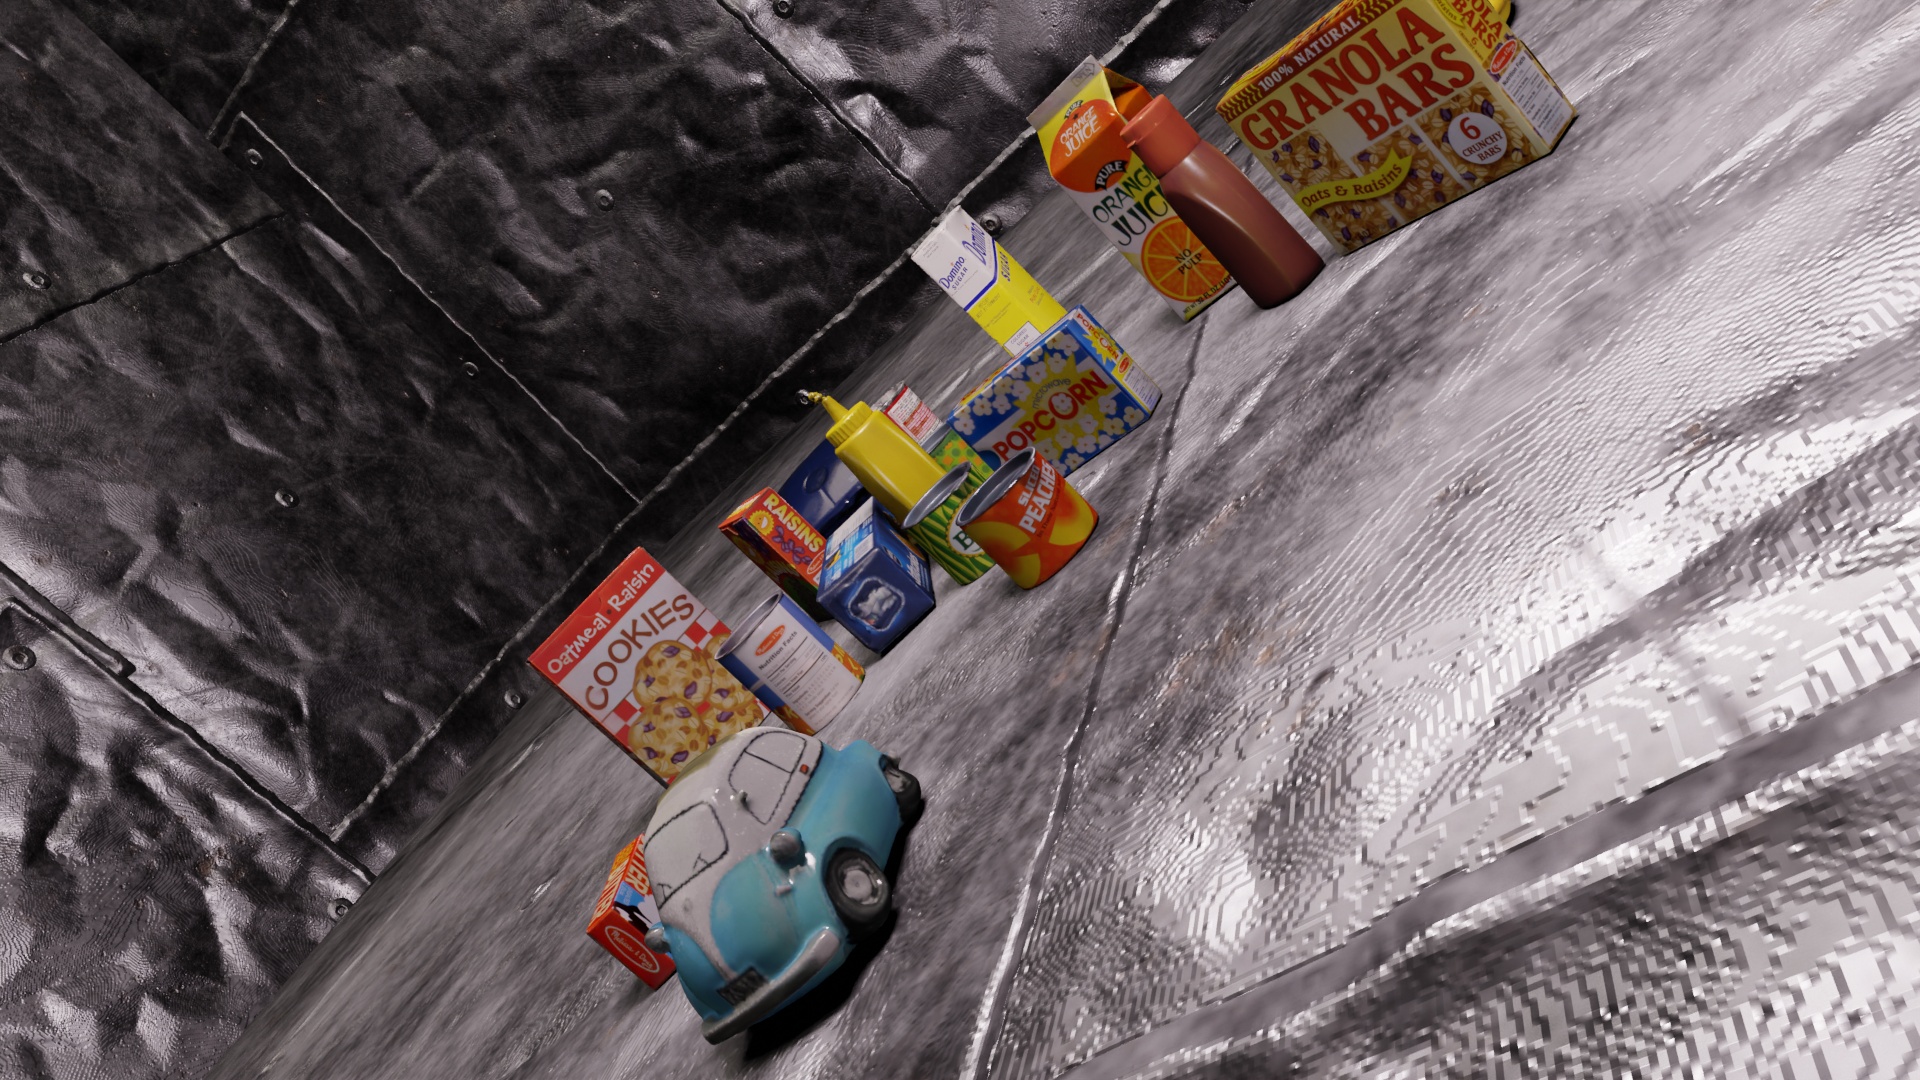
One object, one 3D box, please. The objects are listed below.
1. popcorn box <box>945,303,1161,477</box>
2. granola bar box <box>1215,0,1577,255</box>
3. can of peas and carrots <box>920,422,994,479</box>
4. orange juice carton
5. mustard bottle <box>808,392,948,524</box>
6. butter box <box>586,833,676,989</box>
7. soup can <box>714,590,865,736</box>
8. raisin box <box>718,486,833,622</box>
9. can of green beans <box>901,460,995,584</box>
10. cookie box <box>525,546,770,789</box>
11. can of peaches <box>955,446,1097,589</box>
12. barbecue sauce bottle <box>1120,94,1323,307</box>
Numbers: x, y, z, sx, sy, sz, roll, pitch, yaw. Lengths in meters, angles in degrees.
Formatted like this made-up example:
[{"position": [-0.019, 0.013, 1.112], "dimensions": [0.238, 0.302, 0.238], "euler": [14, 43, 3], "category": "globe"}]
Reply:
[{"position": [0.064, -0.093, 0.959], "dimensions": [0.126, 0.085, 0.038], "euler": [-35, 15, 39], "category": "popcorn box"}, {"position": [0.239, -0.243, 0.783], "dimensions": [0.039, 0.124, 0.165], "euler": [-50, 13, -23], "category": "granola bar box"}, {"position": [-0.005, -0.062, 1.146], "dimensions": [0.071, 0.058, 0.071], "euler": [-43, 12, 11], "category": "can of peas and carrots"}, {"position": [0.137, -0.264, 1.030], "dimensions": [0.071, 0.192, 0.073], "euler": [-36, 14, 37], "category": "orange juice carton"}, {"position": [-0.053, -0.058, 1.048], "dimensions": [0.049, 0.160, 0.065], "euler": [-48, 12, -15], "category": "mustard bottle"}, {"position": [-0.187, 0.218, 0.825], "dimensions": [0.024, 0.053, 0.104], "euler": [-44, 12, 6], "category": "butter box"}, {"position": [-0.119, 0.086, 0.969], "dimensions": [0.071, 0.083, 0.071], "euler": [-43, 12, 11], "category": "soup can"}, {"position": [-0.145, 0.014, 1.205], "dimensions": [0.040, 0.123, 0.086], "euler": [-49, 12, -20], "category": "raisin box"}, {"position": [0.002, -0.012, 0.956], "dimensions": [0.071, 0.058, 0.071], "euler": [-43, 12, 11], "category": "can of green beans"}, {"position": [-0.236, 0.106, 1.093], "dimensions": [0.123, 0.167, 0.040], "euler": [-50, 12, -22], "category": "cookie box"}, {"position": [0.041, -0.014, 0.833], "dimensions": [0.071, 0.058, 0.071], "euler": [-43, 12, 11], "category": "can of peaches"}, {"position": [0.164, -0.216, 0.885], "dimensions": [0.044, 0.148, 0.065], "euler": [-47, 12, -9], "category": "barbecue sauce bottle"}]
